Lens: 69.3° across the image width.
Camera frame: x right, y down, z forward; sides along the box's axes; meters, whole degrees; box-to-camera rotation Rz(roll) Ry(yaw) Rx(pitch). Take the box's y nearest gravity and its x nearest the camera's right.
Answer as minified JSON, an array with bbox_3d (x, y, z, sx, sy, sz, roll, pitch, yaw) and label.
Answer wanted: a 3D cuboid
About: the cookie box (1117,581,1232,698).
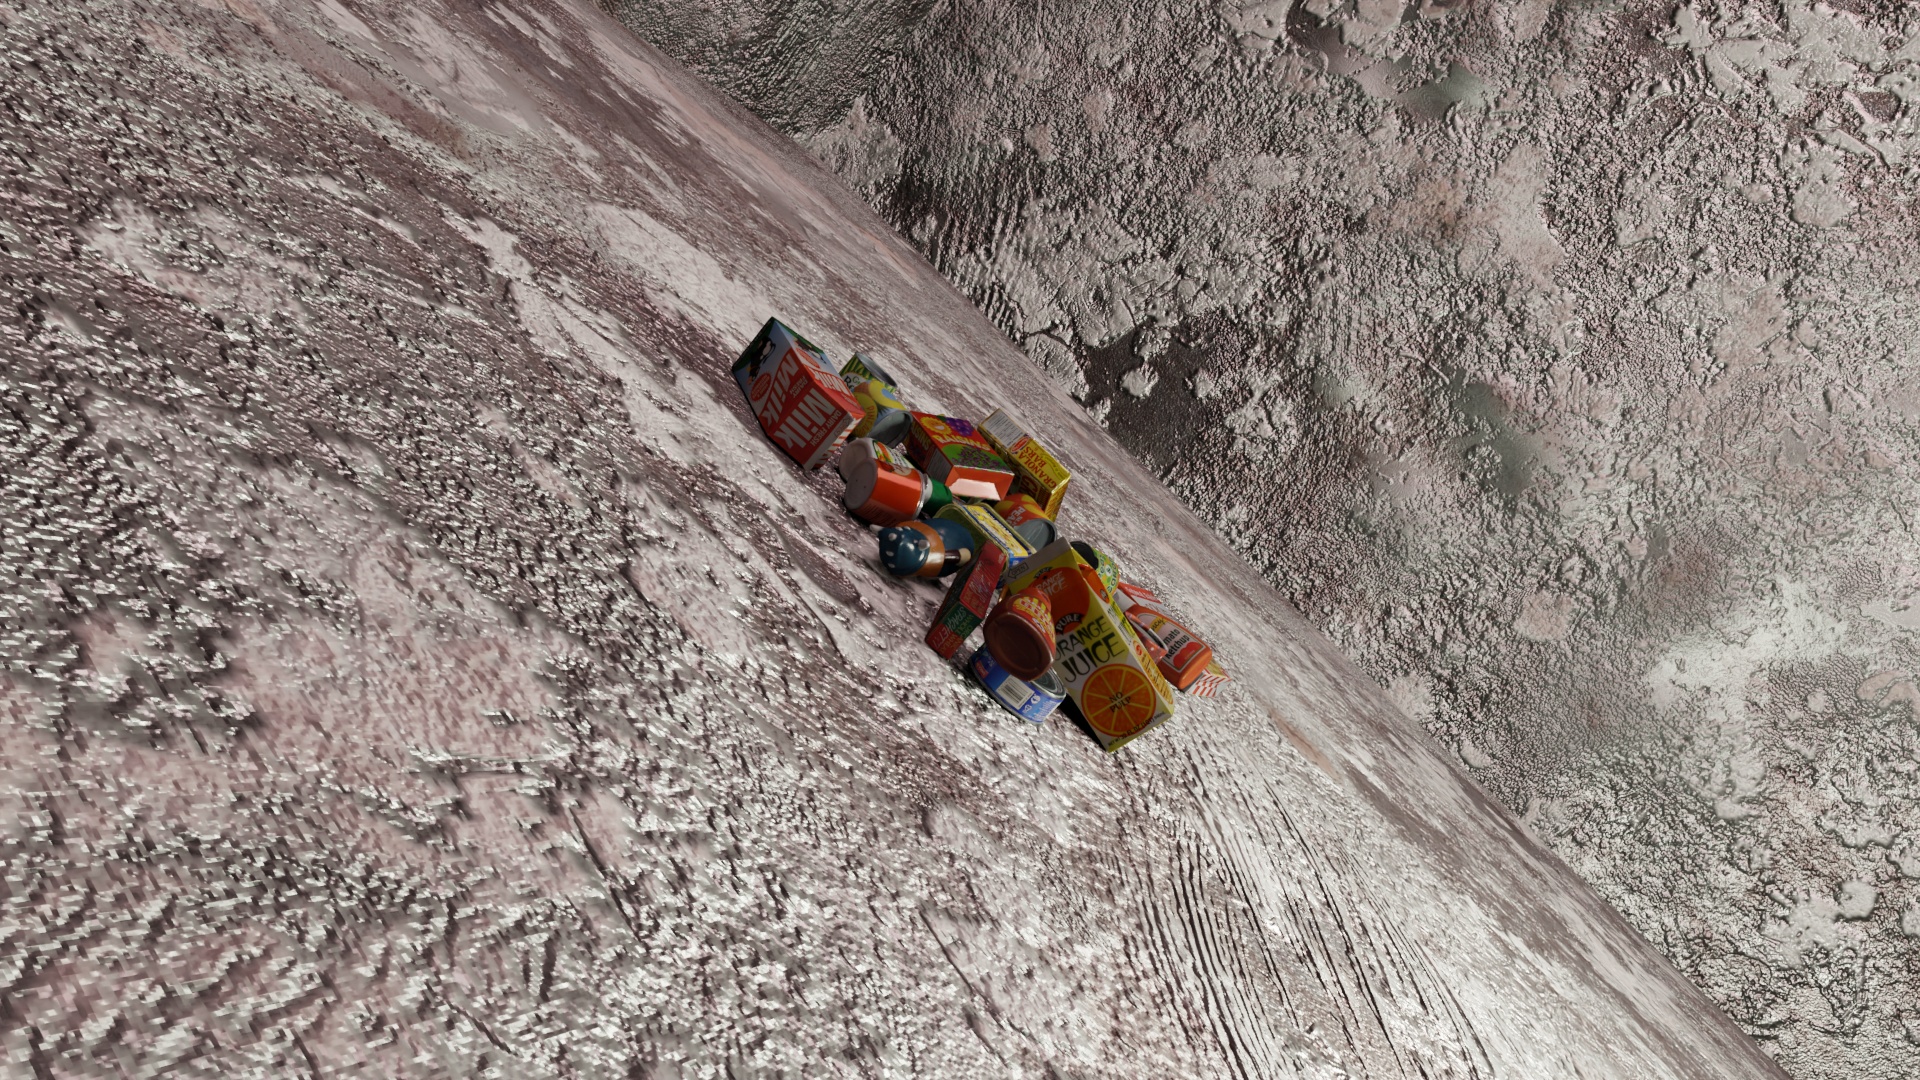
[{"bbox_3d":[0.262,0.127,1.777,0.168,0.040,0.123,48,14,25],"label":"cookie box"}]

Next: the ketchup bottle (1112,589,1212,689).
[{"bbox_3d":[0.232,0.114,1.694,0.149,0.065,0.043,39,-23,26],"label":"ketchup bottle"}]

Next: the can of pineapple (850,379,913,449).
[{"bbox_3d":[-0.097,-0.138,1.555,0.058,0.071,0.071,47,14,25],"label":"can of pineapple"}]

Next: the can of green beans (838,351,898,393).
[{"bbox_3d":[-0.118,-0.183,1.663,0.071,0.057,0.071,39,13,-10],"label":"can of green beans"}]

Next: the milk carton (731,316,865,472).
[{"bbox_3d":[-0.156,-0.139,1.373,0.073,0.072,0.191,32,16,-38],"label":"milk carton"}]

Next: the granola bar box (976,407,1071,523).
[{"bbox_3d":[0.069,-0.075,1.709,0.124,0.039,0.165,44,-19,13],"label":"granola bar box"}]

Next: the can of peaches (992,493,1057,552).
[{"bbox_3d":[0.071,-0.015,1.633,0.071,0.071,0.058,31,16,-40],"label":"can of peaches"}]

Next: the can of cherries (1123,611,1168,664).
[{"bbox_3d":[0.185,0.120,1.534,0.071,0.058,0.072,39,12,-10],"label":"can of cherries"}]

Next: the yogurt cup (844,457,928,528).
[{"bbox_3d":[-0.074,-0.045,1.323,0.054,0.072,0.072,23,21,-33],"label":"yogurt cup"}]

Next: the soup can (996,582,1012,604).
[{"bbox_3d":[0.087,0.070,1.399,0.083,0.071,0.071,35,14,-25],"label":"soup can"}]

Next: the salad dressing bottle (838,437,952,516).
[{"bbox_3d":[-0.064,-0.062,1.443,0.147,0.044,0.064,25,37,-52],"label":"salad dressing bottle"}]

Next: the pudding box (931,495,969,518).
[{"bbox_3d":[0.005,-0.019,1.540,0.083,0.030,0.050,32,15,-37],"label":"pudding box"}]

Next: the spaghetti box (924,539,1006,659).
[{"bbox_3d":[0.007,0.050,1.270,0.028,0.050,0.251,40,13,-3],"label":"spaghetti box"}]

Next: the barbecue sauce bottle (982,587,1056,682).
[{"bbox_3d":[0.054,0.073,1.183,0.065,0.043,0.149,48,12,-3],"label":"barbecue sauce bottle"}]

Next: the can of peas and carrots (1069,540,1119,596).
[{"bbox_3d":[0.152,0.040,1.679,0.058,0.071,0.071,29,18,-46],"label":"can of peas and carrots"}]

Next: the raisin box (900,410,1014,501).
[{"bbox_3d":[-0.006,-0.096,1.569,0.086,0.040,0.124,5,31,-34],"label":"raisin box"}]

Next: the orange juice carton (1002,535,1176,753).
[{"bbox_3d":[0.119,0.093,1.298,0.192,0.071,0.073,57,13,1],"label":"orange juice carton"}]

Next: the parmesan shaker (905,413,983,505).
[{"bbox_3d":[-0.008,-0.095,1.669,0.103,0.071,0.071,45,13,14],"label":"parmesan shaker"}]
